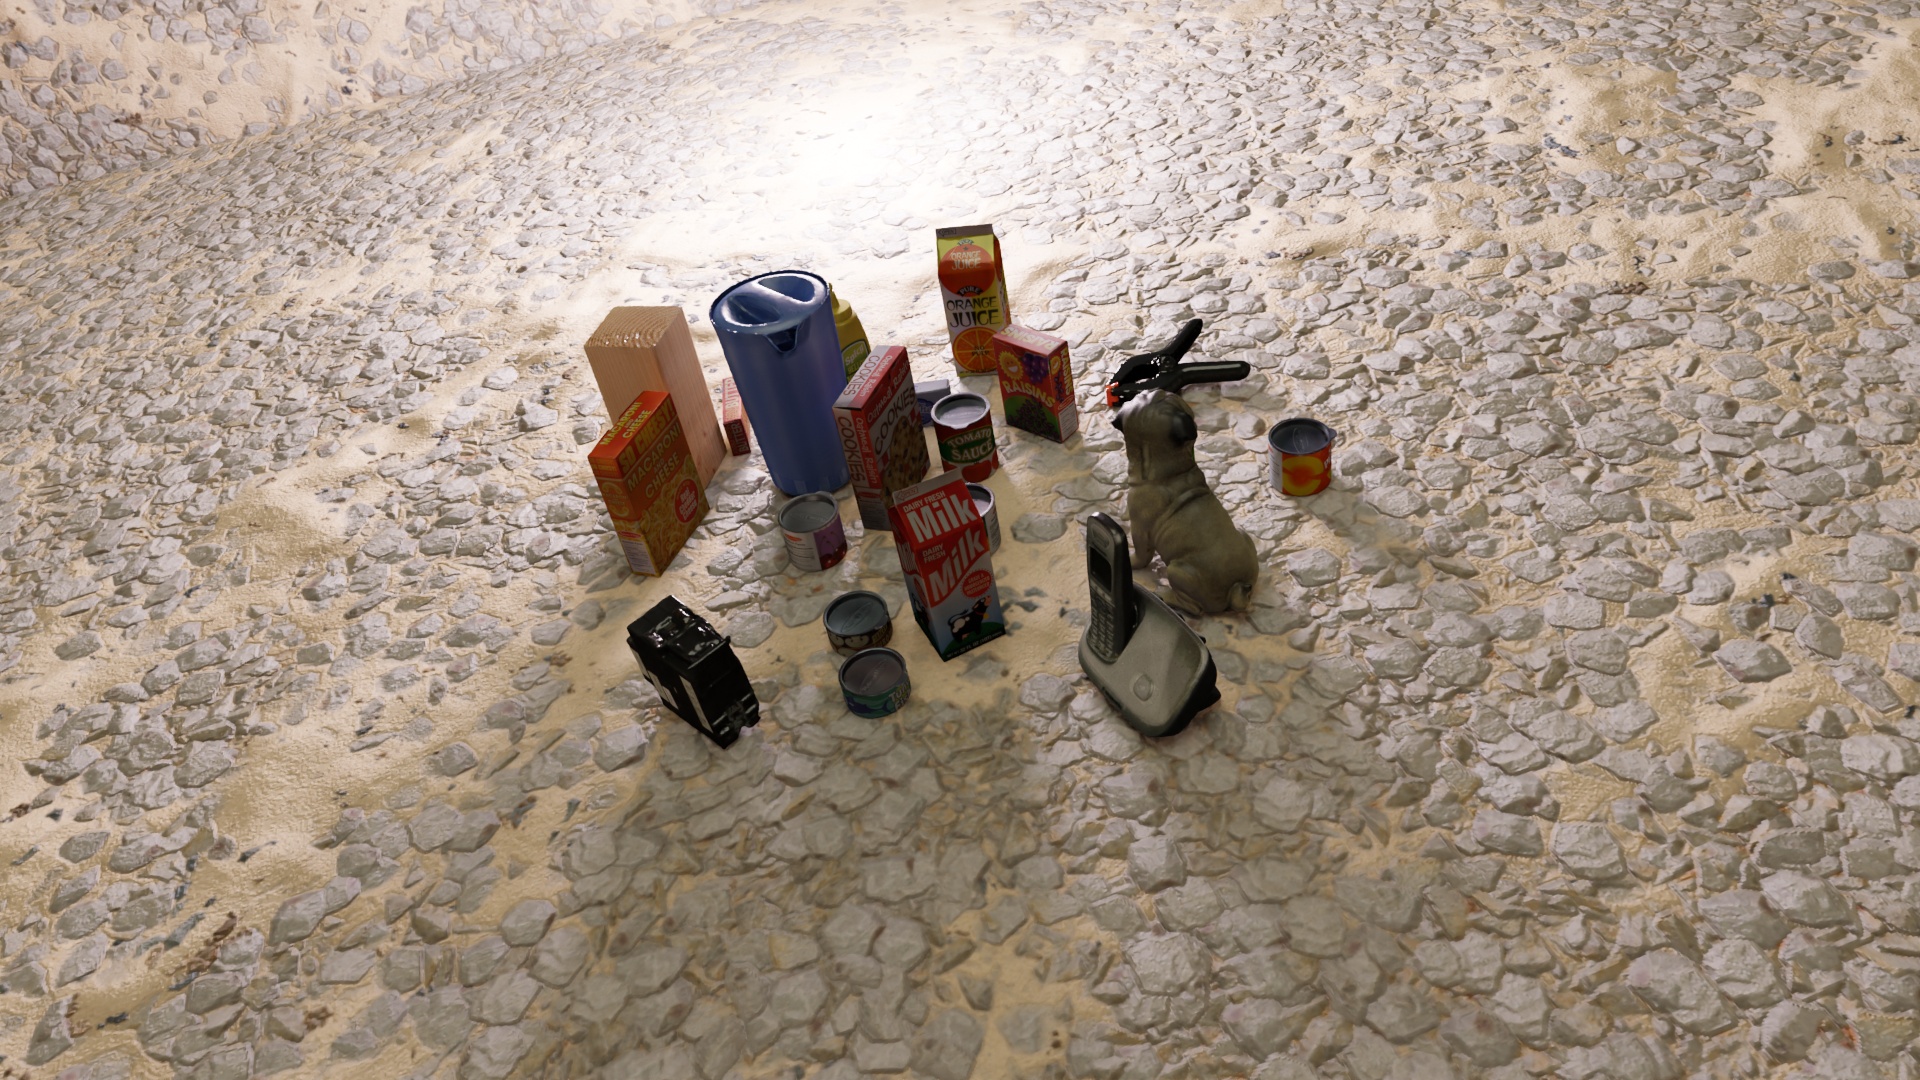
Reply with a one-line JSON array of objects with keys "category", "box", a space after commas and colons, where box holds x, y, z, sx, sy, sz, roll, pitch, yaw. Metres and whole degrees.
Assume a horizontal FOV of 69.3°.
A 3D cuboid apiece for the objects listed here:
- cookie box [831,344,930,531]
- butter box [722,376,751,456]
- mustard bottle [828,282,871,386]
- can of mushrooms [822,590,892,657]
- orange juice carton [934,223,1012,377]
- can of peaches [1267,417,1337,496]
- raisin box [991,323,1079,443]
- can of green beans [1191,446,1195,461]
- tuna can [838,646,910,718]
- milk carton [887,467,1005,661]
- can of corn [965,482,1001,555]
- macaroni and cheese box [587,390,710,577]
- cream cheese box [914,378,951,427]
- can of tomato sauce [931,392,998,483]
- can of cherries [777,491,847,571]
[{"category": "cookie box", "box": [-0.083, -0.113, 1.526, 0.040, 0.166, 0.123, 6, 42, 21]}, {"category": "butter box", "box": [-0.276, -0.154, 1.713, 0.024, 0.052, 0.104, -12, 39, -1]}, {"category": "mustard bottle", "box": [-0.146, -0.244, 1.706, 0.065, 0.159, 0.049, -34, 44, -26]}, {"category": "can of mushrooms", "box": [-0.101, 0.085, 1.397, 0.071, 0.033, 0.071, -7, 39, 6]}, {"category": "orange juice carton", "box": [0.018, -0.302, 1.712, 0.072, 0.191, 0.073, -4, 40, 10]}, {"category": "can of peaches", "box": [0.364, -0.089, 1.477, 0.071, 0.057, 0.071, -7, 39, 6]}, {"category": "raisin box", "box": [0.087, -0.181, 1.604, 0.086, 0.122, 0.040, 24, 51, 36]}, {"category": "can of green beans", "box": [0.221, -0.082, 1.503, 0.071, 0.057, 0.071, -7, 39, 6]}, {"category": "tuna can", "box": [-0.079, 0.136, 1.329, 0.071, 0.032, 0.071, -7, 39, 6]}, {"category": "milk carton", "box": [-0.016, 0.017, 1.335, 0.072, 0.189, 0.074, -23, 40, -14]}, {"category": "can of corn", "box": [0.005, -0.019, 1.477, 0.071, 0.058, 0.071, -7, 39, 6]}, {"category": "macaroni and cheese box", "box": [-0.341, -0.062, 1.527, 0.040, 0.165, 0.124, 6, 42, 20]}, {"category": "cream cheese box", "box": [-0.061, -0.161, 1.669, 0.104, 0.053, 0.024, -7, 39, 5]}, {"category": "can of tomato sauce", "box": [0.007, -0.114, 1.574, 0.071, 0.082, 0.071, -7, 39, 6]}, {"category": "can of cherries", "box": [-0.158, -0.010, 1.505, 0.071, 0.058, 0.072, -7, 39, 6]}]
